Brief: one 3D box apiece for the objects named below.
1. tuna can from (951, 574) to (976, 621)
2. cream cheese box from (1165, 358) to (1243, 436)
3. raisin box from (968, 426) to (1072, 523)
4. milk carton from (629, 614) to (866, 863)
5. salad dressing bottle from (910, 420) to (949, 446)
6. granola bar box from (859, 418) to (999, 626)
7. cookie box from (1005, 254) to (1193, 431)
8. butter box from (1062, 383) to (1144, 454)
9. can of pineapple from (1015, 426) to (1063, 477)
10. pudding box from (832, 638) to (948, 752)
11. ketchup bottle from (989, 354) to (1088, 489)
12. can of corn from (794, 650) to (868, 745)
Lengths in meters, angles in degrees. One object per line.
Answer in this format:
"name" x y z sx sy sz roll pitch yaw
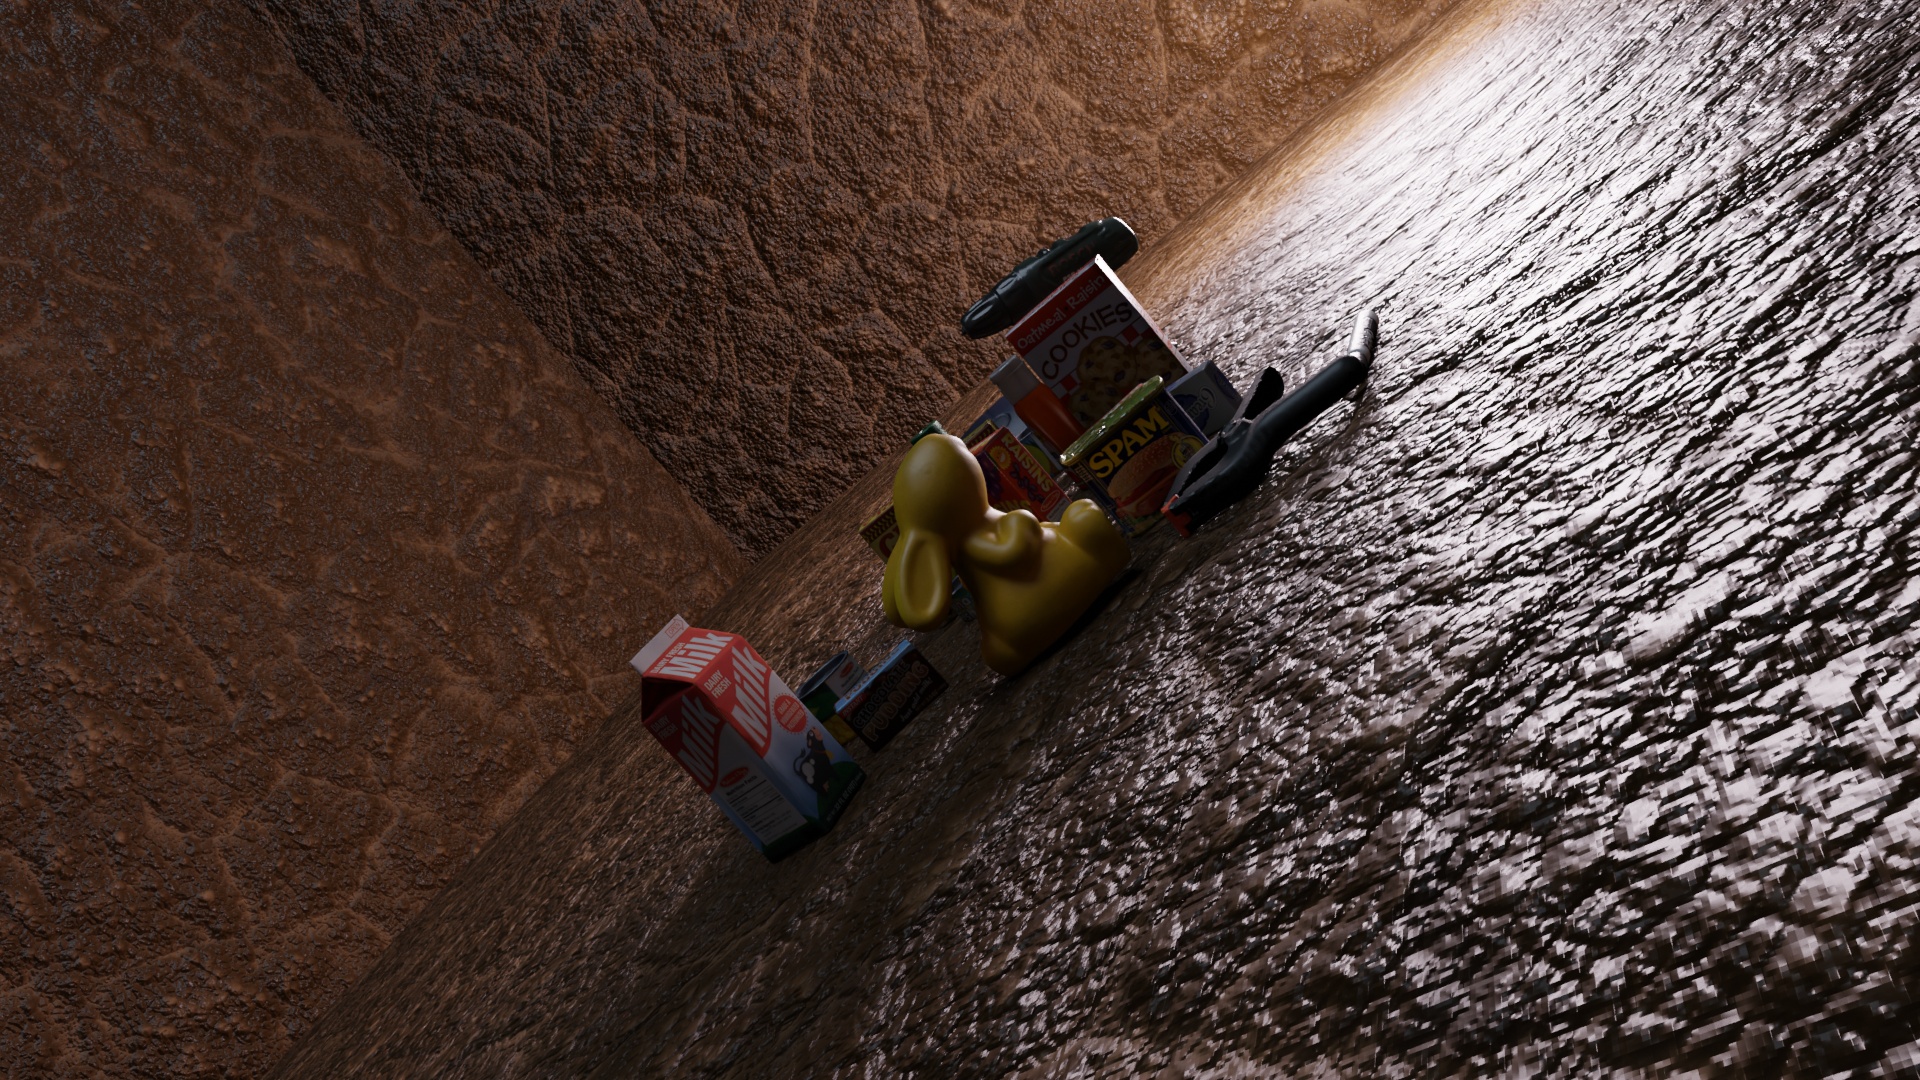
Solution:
"tuna can" 0.016 0.043 1.285 0.071 0.033 0.071 -40 8 7
"cream cheese box" 0.193 -0.109 1.206 0.103 0.053 0.024 -34 11 42
"raisin box" 0.047 -0.031 1.219 0.040 0.123 0.086 -47 10 -34
"milk carton" -0.169 0.144 1.056 0.073 0.190 0.073 -36 10 34
"salad dressing bottle" 0.008 -0.059 1.449 0.044 0.147 0.064 -40 8 10
"granola bar box" 0.005 -0.017 1.329 0.165 0.124 0.039 -40 8 8
"cookie box" 0.146 -0.188 1.428 0.122 0.167 0.040 -38 9 20
"butter box" 0.153 -0.098 1.327 0.103 0.053 0.024 -41 8 0
"can of pineapple" 0.100 -0.110 1.608 0.071 0.058 0.071 -40 8 7
"pudding box" -0.057 0.126 1.132 0.084 0.049 0.030 -42 8 -7
"ketchup bottle" 0.090 -0.119 1.388 0.043 0.148 0.065 -41 8 1
"can of corn" -0.108 0.143 1.244 0.071 0.058 0.071 -40 8 7
